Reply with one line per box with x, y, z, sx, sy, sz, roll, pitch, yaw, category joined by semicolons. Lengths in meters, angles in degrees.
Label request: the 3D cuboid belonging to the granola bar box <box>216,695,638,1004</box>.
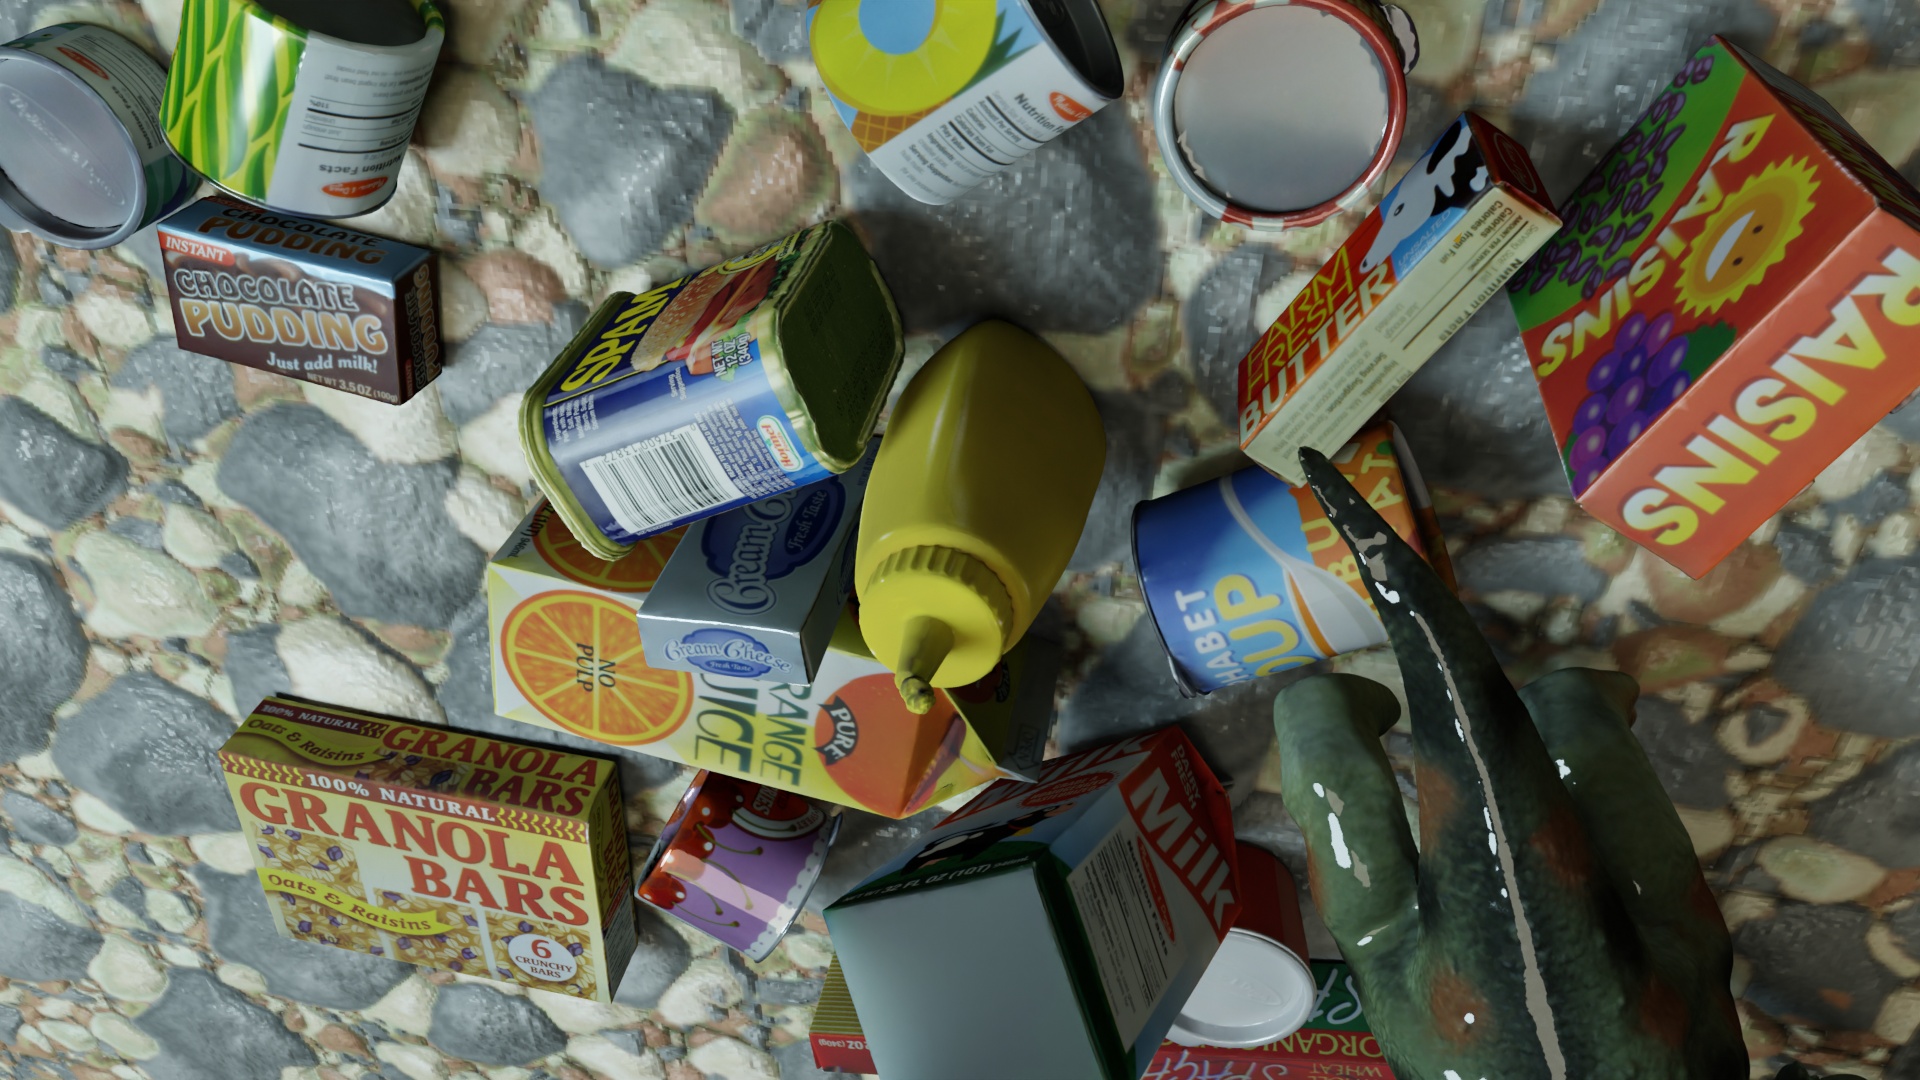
-0.232;0.139;0.622;0.166;0.039;0.123;9;126;7;granola bar box

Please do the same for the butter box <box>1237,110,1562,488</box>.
0.118;-0.067;0.392;0.024;0.053;0.103;30;126;-12;butter box

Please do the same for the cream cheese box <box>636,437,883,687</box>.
-0.060;0.002;0.448;0.053;0.104;0.024;5;128;11;cream cheese box

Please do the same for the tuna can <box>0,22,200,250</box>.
-0.288;-0.130;0.453;0.071;0.033;0.070;6;125;9;tuna can

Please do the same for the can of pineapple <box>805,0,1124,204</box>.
0.001;-0.132;0.366;0.057;0.071;0.071;-26;115;27;can of pineapple

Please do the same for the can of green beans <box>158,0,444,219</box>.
-0.192;-0.137;0.405;0.071;0.071;0.057;30;125;-8;can of green beans

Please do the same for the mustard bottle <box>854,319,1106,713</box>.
0.001;-0.005;0.395;0.065;0.161;0.048;40;125;-14;mustard bottle

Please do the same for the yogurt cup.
0.105;0.157;0.548;0.072;0.054;0.072;6;125;9;yogurt cup

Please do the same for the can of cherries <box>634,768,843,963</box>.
-0.090;0.126;0.566;0.058;0.072;0.071;31;125;-8;can of cherries

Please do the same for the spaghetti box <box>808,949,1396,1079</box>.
0.060;0.205;0.594;0.250;0.050;0.028;-2;125;14;spaghetti box

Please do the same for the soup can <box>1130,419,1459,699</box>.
0.105;0.008;0.435;0.083;0.072;0.071;-19;118;24;soup can

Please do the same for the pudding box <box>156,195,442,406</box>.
-0.223;-0.082;0.473;0.084;0.030;0.049;15;125;2;pudding box

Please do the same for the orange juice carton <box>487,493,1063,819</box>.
-0.061;0.037;0.492;0.193;0.072;0.072;14;127;4;orange juice carton

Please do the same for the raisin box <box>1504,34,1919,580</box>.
0.182;-0.061;0.337;0.040;0.124;0.085;29;125;-8;raisin box

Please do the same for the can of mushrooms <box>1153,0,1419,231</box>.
0.088;-0.120;0.374;0.071;0.034;0.070;6;125;9;can of mushrooms

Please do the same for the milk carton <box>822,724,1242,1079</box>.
0.039;0.116;0.465;0.072;0.191;0.073;-20;89;25;milk carton
